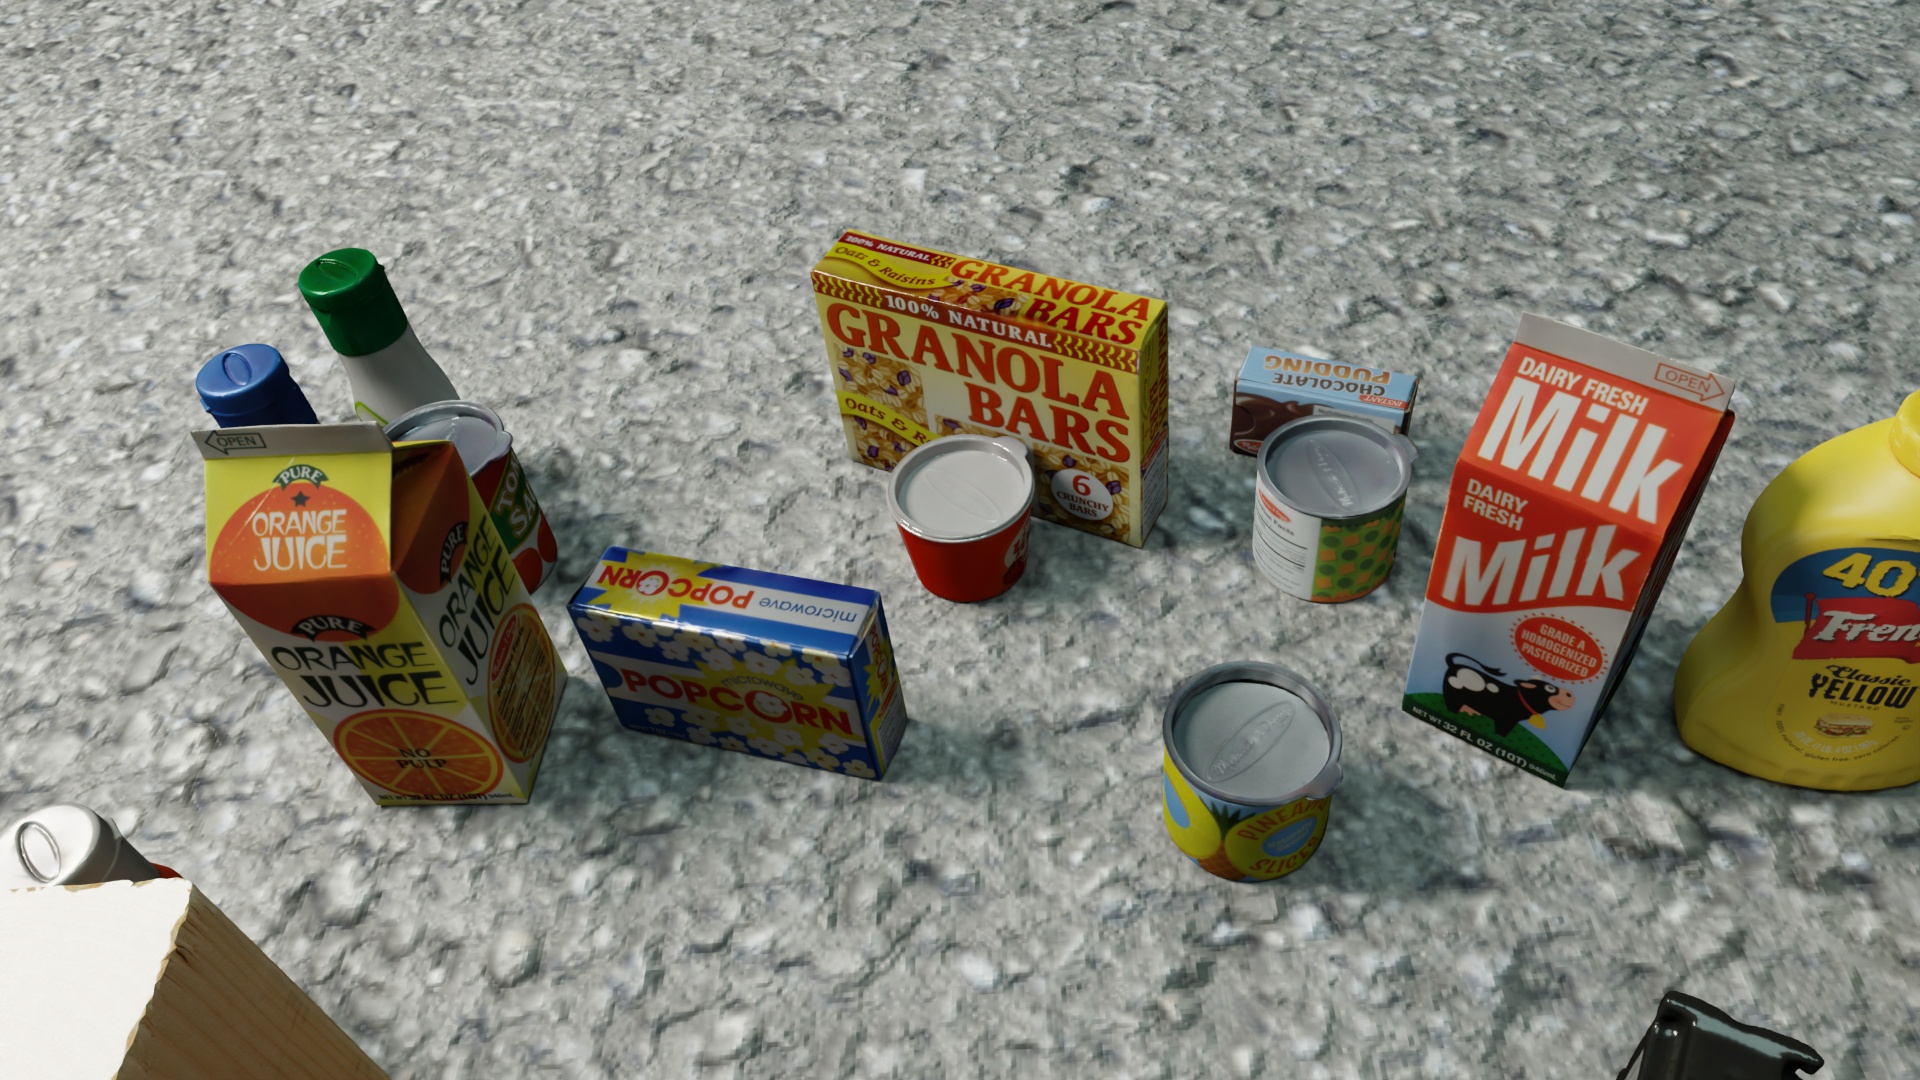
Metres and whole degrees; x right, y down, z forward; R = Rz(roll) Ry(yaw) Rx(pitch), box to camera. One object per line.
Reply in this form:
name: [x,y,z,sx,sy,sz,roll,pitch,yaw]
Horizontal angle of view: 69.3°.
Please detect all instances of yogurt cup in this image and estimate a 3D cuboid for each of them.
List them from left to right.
yogurt cup: [0.002,-0.008,0.650,0.072,0.053,0.073,-4,46,4]

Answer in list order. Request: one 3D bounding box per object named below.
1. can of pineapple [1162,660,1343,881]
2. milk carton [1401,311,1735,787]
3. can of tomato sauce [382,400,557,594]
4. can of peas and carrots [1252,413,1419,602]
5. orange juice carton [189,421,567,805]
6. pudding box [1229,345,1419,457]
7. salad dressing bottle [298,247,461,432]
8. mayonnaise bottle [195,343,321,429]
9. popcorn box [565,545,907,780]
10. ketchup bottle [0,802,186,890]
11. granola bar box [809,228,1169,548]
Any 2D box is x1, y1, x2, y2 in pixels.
can of pineapple: [0.112,0.091,0.539,0.071,0.057,0.071,-4,46,4]
milk carton: [0.224,0.000,0.518,0.072,0.189,0.074,26,56,29]
can of tomato sauce: [-0.238,-0.015,0.671,0.071,0.082,0.071,-4,47,4]
can of peas and carrots: [0.169,-0.015,0.630,0.071,0.058,0.071,-4,46,4]
orange juice carton: [-0.228,0.024,0.556,0.072,0.191,0.073,-2,47,6]
pudding box: [0.176,-0.062,0.680,0.084,0.049,0.030,13,50,20]
salad dressing bottle: [-0.278,-0.075,0.688,0.064,0.146,0.044,24,54,27]
mayonnaise bottle: [-0.299,-0.023,0.642,0.041,0.147,0.065,-32,51,-20]
popcorn box: [-0.091,0.052,0.585,0.127,0.084,0.038,9,49,16]
ketchup bottle: [-0.275,0.144,0.479,0.044,0.148,0.065,-37,53,-25]
granola bar box: [0.017,-0.073,0.661,0.166,0.123,0.039,18,52,23]
